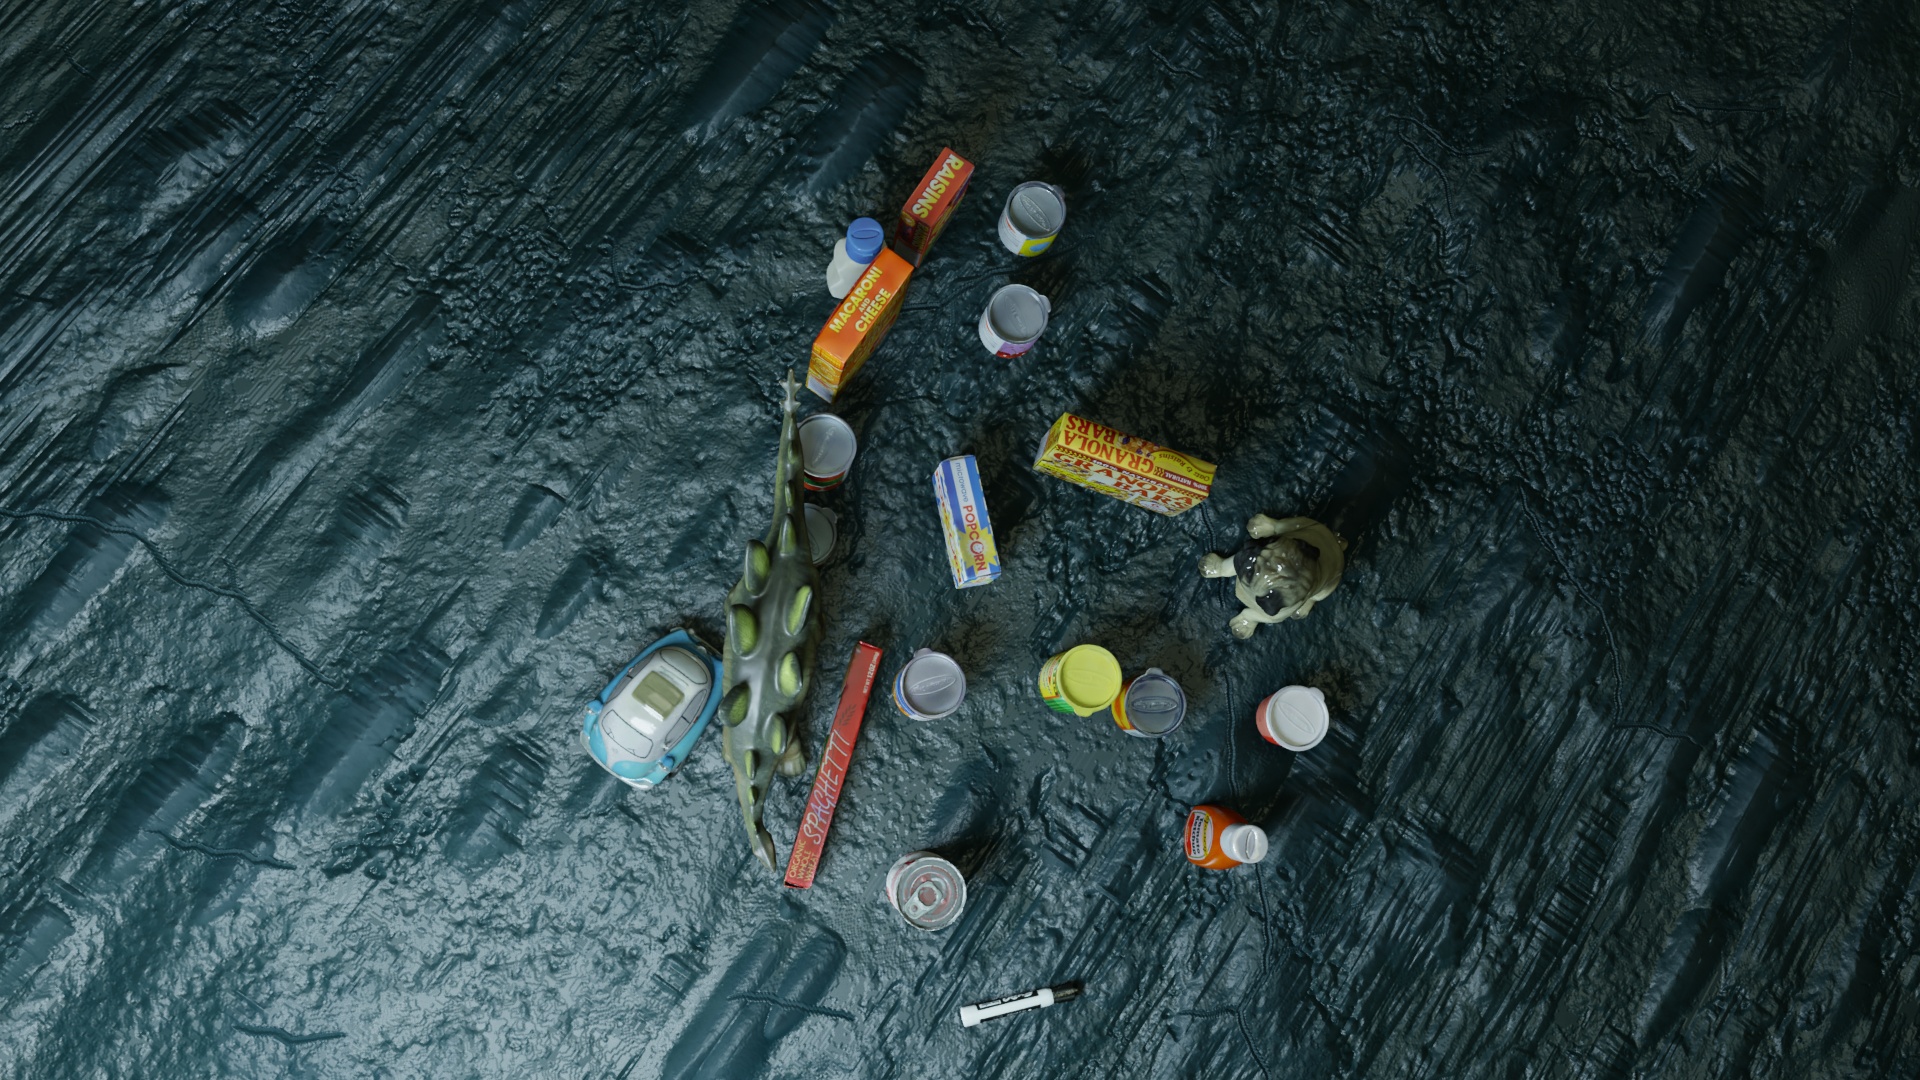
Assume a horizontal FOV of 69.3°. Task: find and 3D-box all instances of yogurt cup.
[{"bbox_3d":[0.347,0.188,1.469,0.072,0.054,0.072,1,81,-8],"label":"yogurt cup"}]

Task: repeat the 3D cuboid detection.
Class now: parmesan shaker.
[{"bbox_3d":[0.119,0.145,1.416,0.071,0.103,0.071,1,81,-8],"label":"parmesan shaker"}]

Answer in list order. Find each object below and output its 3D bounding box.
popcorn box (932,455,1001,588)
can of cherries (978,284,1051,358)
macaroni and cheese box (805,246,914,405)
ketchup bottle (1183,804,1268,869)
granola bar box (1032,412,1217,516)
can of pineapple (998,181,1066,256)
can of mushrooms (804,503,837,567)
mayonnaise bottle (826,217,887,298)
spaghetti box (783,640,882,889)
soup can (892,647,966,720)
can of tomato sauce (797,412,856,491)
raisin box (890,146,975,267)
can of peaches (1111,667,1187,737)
[{"bbox_3d":[0.005,-0.018,1.435,0.038,0.085,0.127,-11,83,-10],"label":"popcorn box"},{"bbox_3d":[0.059,-0.235,1.493,0.071,0.058,0.071,1,81,-8],"label":"can of cherries"},{"bbox_3d":[-0.105,-0.214,1.410,0.040,0.166,0.124,35,78,-2],"label":"macaroni and cheese box"},{"bbox_3d":[0.266,0.299,1.389,0.043,0.148,0.065,9,80,-7],"label":"ketchup bottle"},{"bbox_3d":[0.168,-0.076,1.450,0.165,0.124,0.039,19,79,-5],"label":"granola bar box"},{"bbox_3d":[0.079,-0.351,1.516,0.071,0.057,0.071,1,81,-8],"label":"can of pineapple"},{"bbox_3d":[-0.159,-0.005,1.435,0.071,0.033,0.071,1,81,-8],"label":"can of mushrooms"},{"bbox_3d":[-0.103,-0.290,1.432,0.065,0.148,0.041,-7,82,-9],"label":"mayonnaise bottle"},{"bbox_3d":[-0.128,0.225,1.393,0.029,0.050,0.250,18,79,-5],"label":"spaghetti box"},{"bbox_3d":[-0.033,0.146,1.403,0.071,0.083,0.071,1,81,-8],"label":"soup can"},{"bbox_3d":[-0.145,-0.090,1.426,0.071,0.083,0.071,1,81,-8],"label":"can of tomato sauce"},{"bbox_3d":[-0.030,-0.349,1.465,0.040,0.123,0.086,34,78,-2],"label":"raisin box"},{"bbox_3d":[0.196,0.170,1.447,0.071,0.058,0.071,1,81,-8],"label":"can of peaches"}]
